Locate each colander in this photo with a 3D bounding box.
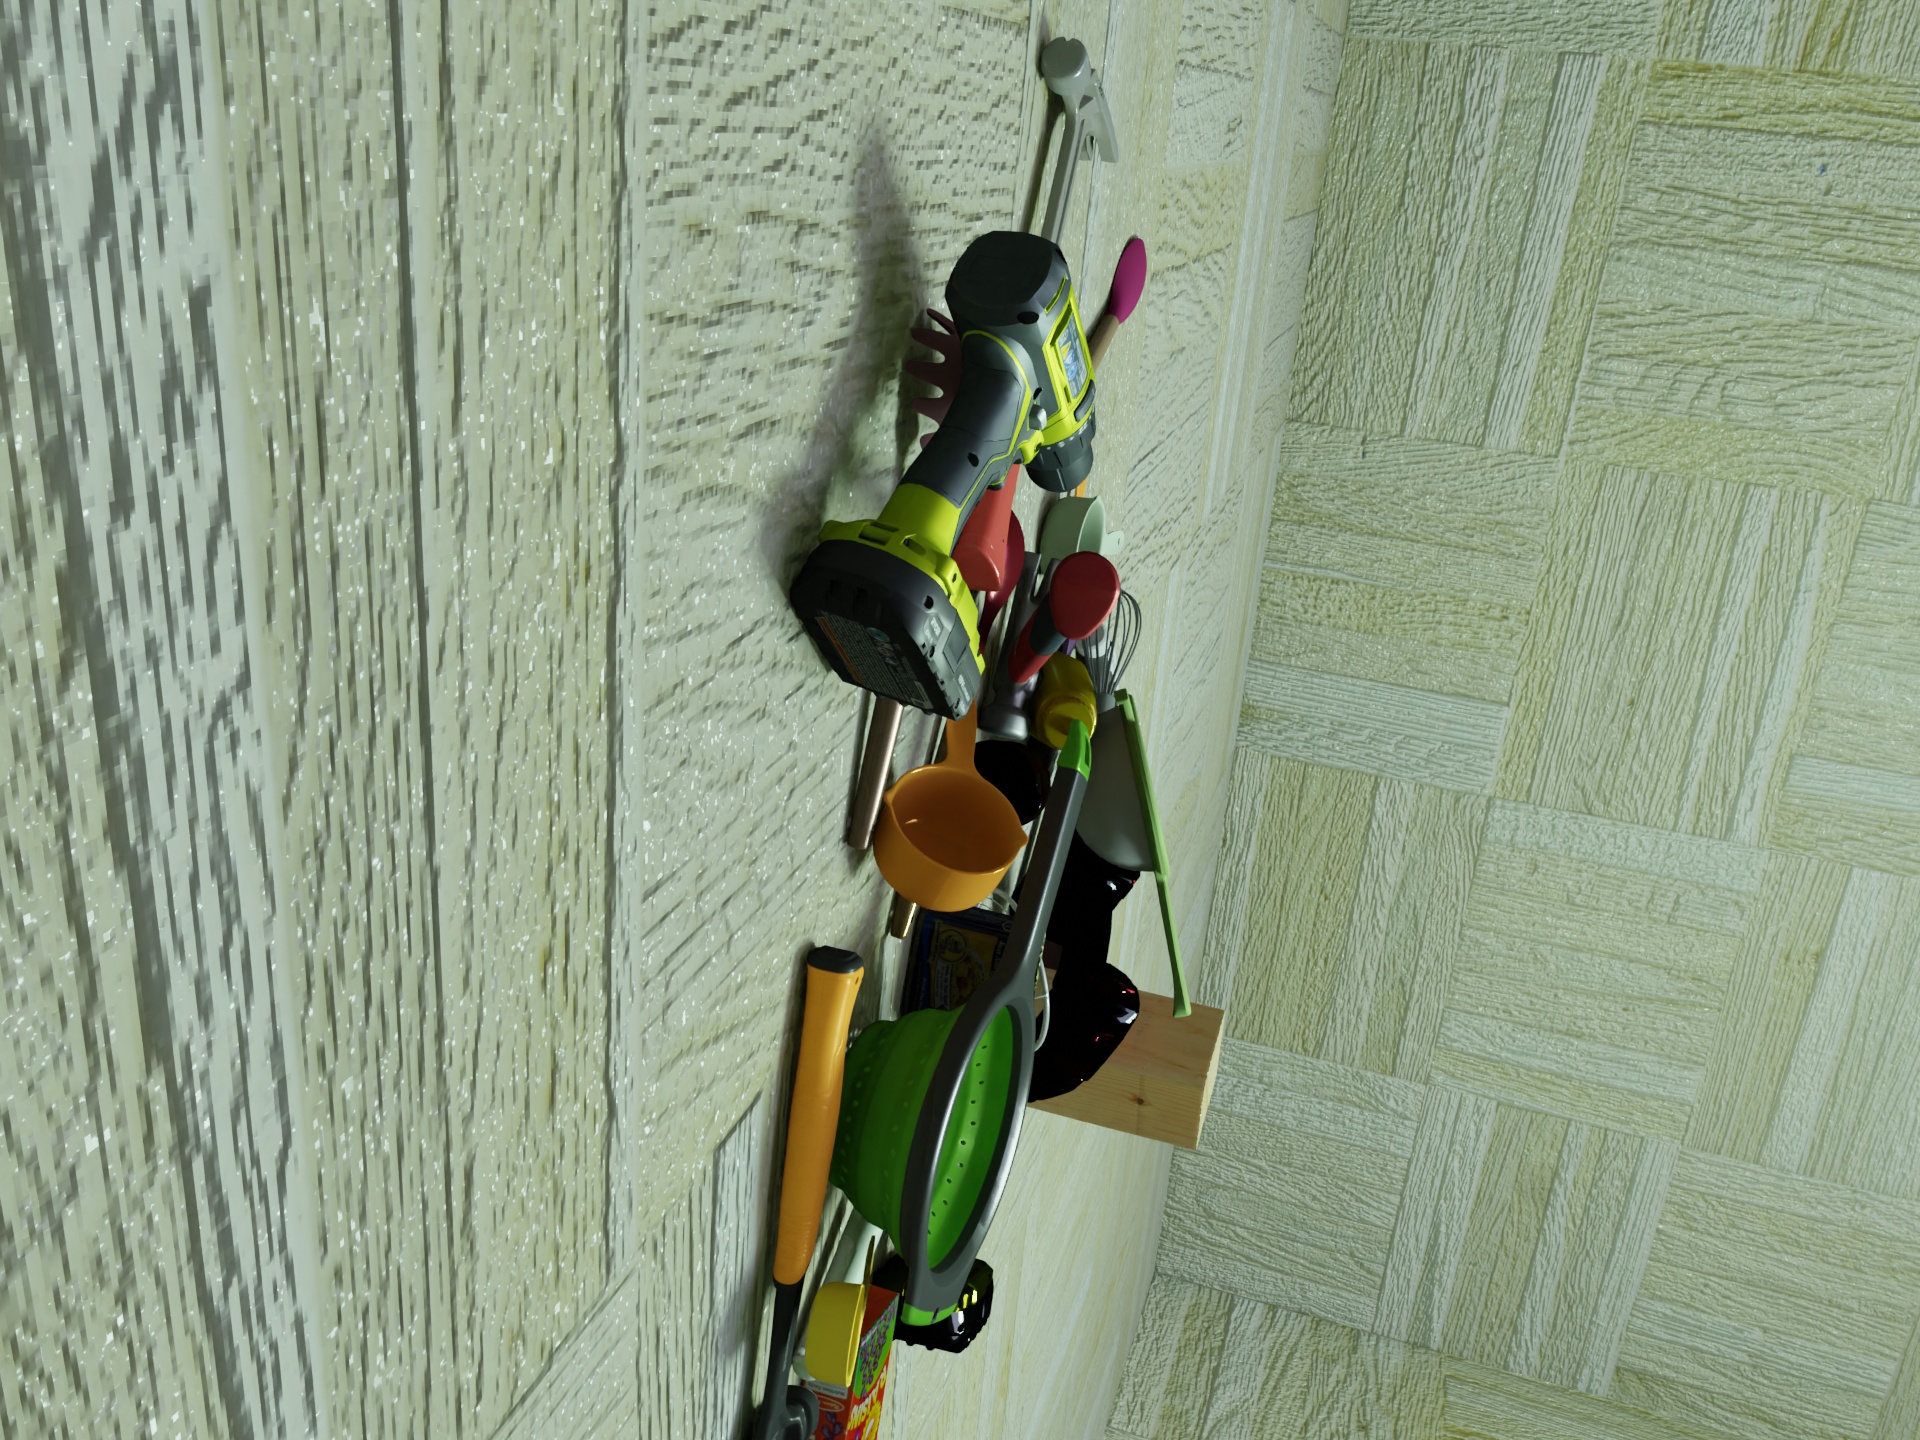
[{"bbox_3d":[-0.005,0.181,1.043,0.204,0.094,0.397,50,54,-67],"label":"colander"}]

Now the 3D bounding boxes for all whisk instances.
[{"bbox_3d":[0.120,-0.017,1.371,0.055,0.055,0.239,70,27,-62],"label":"whisk"},{"bbox_3d":[-0.059,0.330,1.094,0.059,0.058,0.246,44,53,-28],"label":"whisk"}]

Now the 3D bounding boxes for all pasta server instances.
[{"bbox_3d":[-0.033,-0.079,0.932,0.060,0.040,0.316,-13,117,-74],"label":"pasta server"}]

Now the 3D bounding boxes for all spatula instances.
[{"bbox_3d":[0.092,-0.081,1.303,0.316,0.018,0.060,48,54,-86],"label":"spatula"}]

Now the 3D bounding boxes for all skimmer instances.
[{"bbox_3d":[0.072,0.101,1.307,0.127,0.090,0.364,107,5,-49],"label":"skimmer"}]

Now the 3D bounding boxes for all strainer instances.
[{"bbox_3d":[0.128,0.109,1.254,0.151,0.069,0.256,55,25,-77],"label":"strainer"}]

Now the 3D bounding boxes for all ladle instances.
[{"bbox_3d":[-0.002,-0.004,1.096,0.069,0.031,0.315,48,56,-72],"label":"ladle"}]

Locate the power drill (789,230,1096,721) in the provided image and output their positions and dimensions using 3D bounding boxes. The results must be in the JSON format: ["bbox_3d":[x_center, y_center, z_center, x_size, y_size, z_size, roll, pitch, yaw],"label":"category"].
[{"bbox_3d":[0.008,-0.121,0.863,0.228,0.080,0.190,-63,158,-18],"label":"power drill"}]

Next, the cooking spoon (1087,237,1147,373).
[{"bbox_3d":[0.120,-0.321,1.327,0.319,0.017,0.068,-63,158,-47],"label":"cooking spoon"}]

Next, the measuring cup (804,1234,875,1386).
[{"bbox_3d":[-0.072,0.353,0.980,0.156,0.029,0.062,-67,164,-84],"label":"measuring cup"}]

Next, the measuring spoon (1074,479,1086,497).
[{"bbox_3d":[0.100,-0.214,1.353,0.021,0.011,0.117,5,92,-62],"label":"measuring spoon"}]

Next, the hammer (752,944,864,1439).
[{"bbox_3d":[-0.098,0.298,0.936,0.127,0.034,0.337,-22,122,-74],"label":"hammer"}]

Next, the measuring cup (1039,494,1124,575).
[{"bbox_3d":[0.104,-0.152,1.341,0.167,0.038,0.083,-23,123,-70],"label":"measuring cup"}]

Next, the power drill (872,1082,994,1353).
[{"bbox_3d":[-0.005,0.359,1.243,0.171,0.080,0.223,20,78,-75],"label":"power drill"}]

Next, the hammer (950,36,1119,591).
[{"bbox_3d":[0.049,-0.261,1.080,0.149,0.037,0.359,35,66,-74],"label":"hammer"}]

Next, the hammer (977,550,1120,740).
[{"bbox_3d":[0.058,-0.073,1.028,0.386,0.038,0.143,125,-21,-84],"label":"hammer"}]

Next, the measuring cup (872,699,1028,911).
[{"bbox_3d":[-0.010,0.049,1.023,0.174,0.095,0.052,-87,-161,-49],"label":"measuring cup"}]

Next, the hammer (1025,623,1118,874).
[{"bbox_3d":[0.093,0.084,1.483,0.146,0.035,0.335,66,38,-64],"label":"hammer"}]

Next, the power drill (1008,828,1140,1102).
[{"bbox_3d":[0.089,0.202,1.300,0.143,0.078,0.220,-58,-165,34],"label":"power drill"}]
